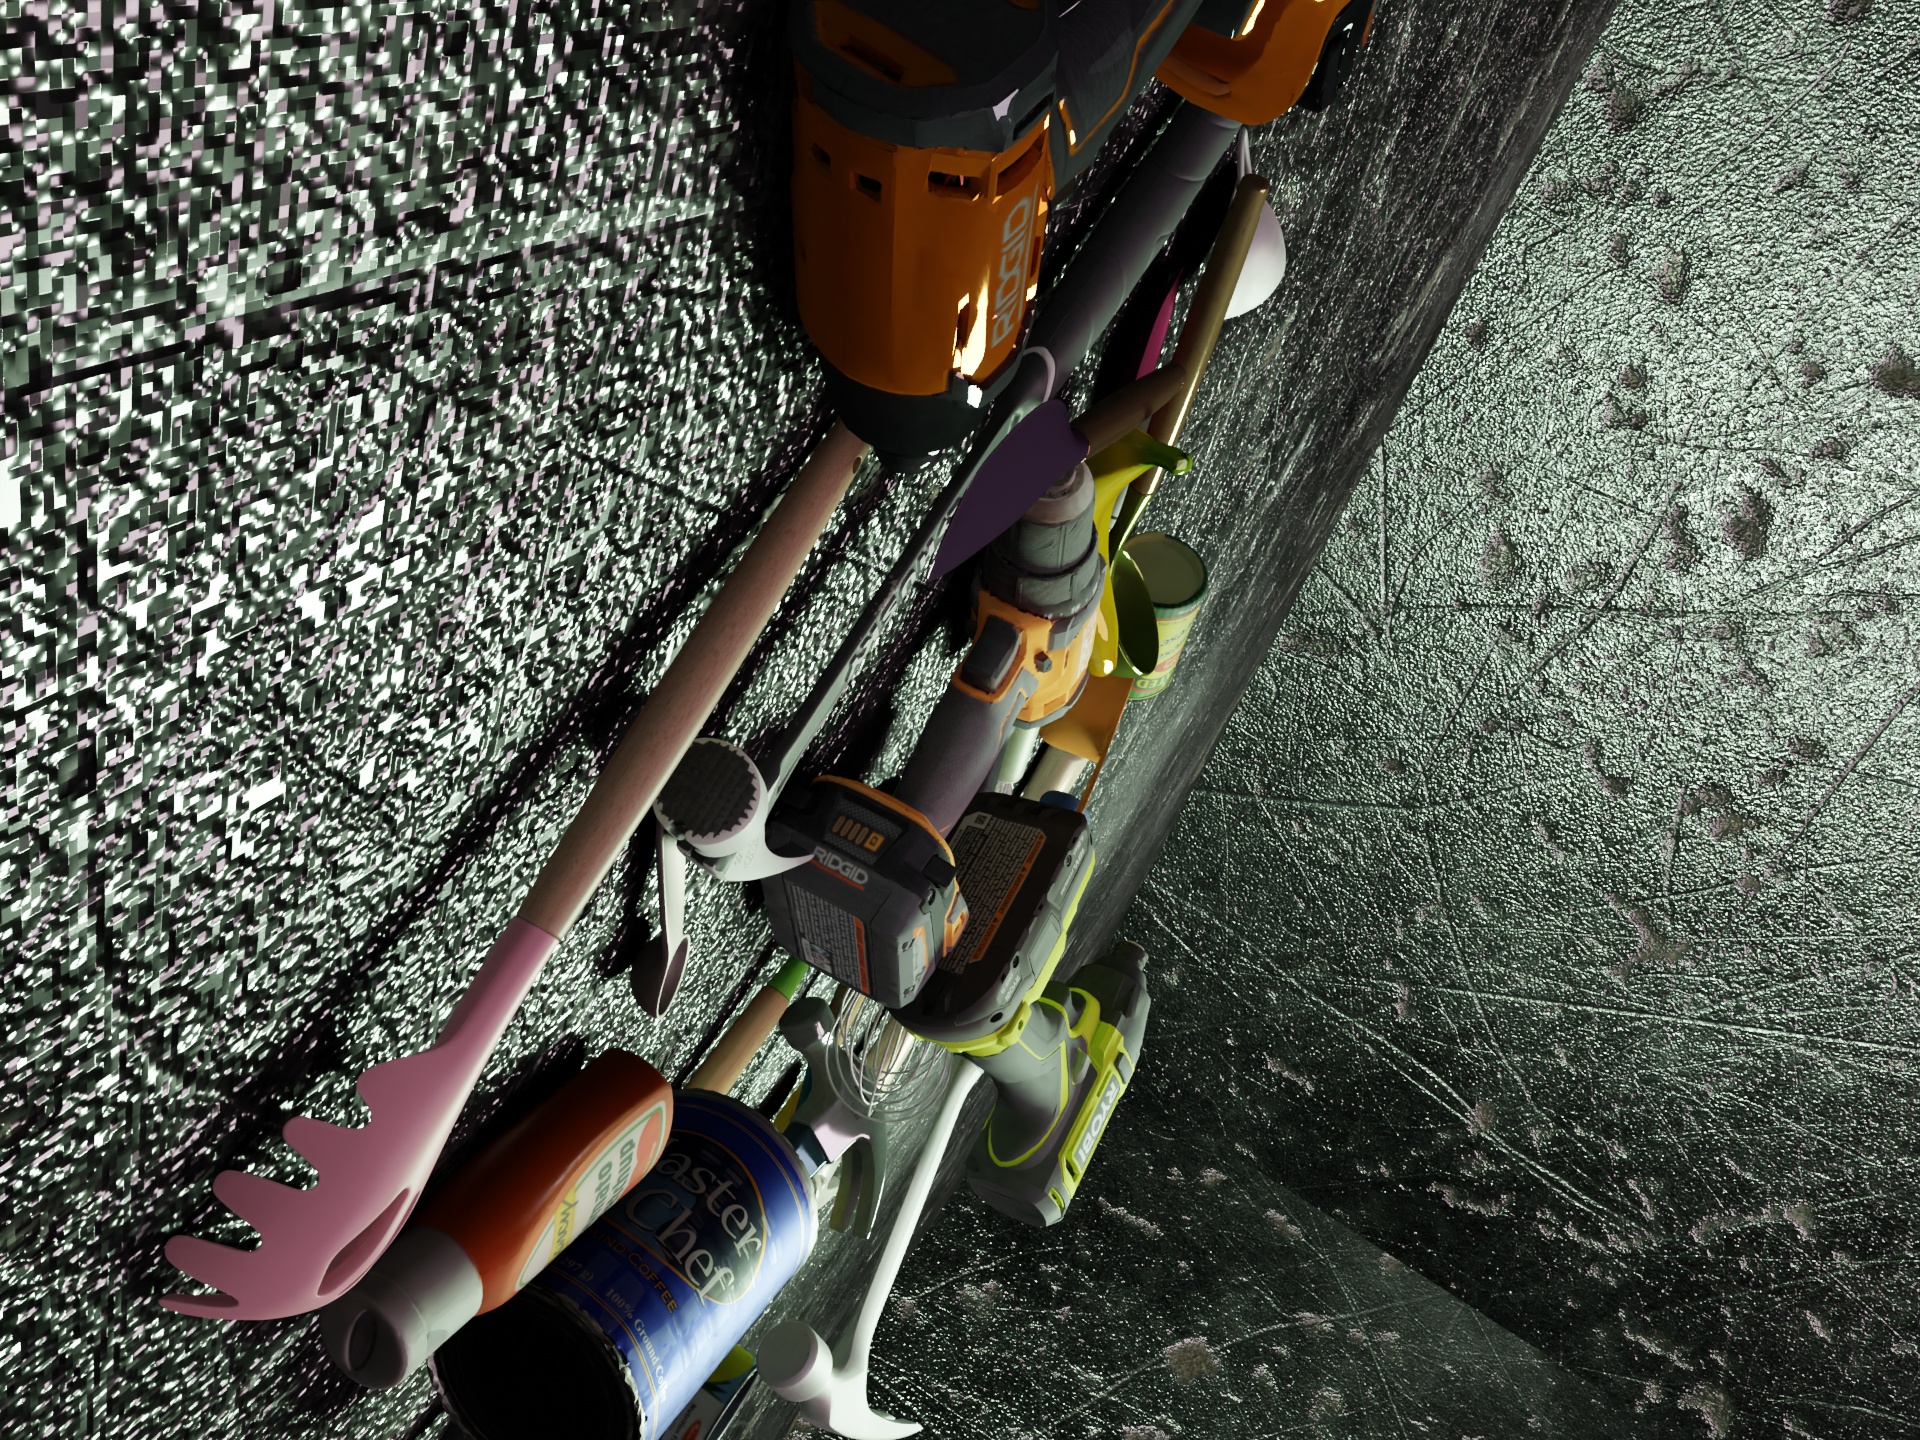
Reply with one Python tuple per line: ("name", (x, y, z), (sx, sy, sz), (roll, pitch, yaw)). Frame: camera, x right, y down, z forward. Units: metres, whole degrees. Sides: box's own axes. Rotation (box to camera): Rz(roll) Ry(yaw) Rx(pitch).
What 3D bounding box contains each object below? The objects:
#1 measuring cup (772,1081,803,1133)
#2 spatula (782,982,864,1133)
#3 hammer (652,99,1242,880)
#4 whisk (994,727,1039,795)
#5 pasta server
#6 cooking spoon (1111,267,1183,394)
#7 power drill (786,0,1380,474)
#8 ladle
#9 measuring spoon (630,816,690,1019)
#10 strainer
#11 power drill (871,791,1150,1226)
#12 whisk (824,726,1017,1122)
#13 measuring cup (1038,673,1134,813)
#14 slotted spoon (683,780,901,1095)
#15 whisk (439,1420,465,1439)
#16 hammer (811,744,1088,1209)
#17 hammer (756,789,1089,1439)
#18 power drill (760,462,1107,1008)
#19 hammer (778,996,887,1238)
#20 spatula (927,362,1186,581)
("measuring cup", (-0.095, 0.268, 0.974), (0.062, 0.029, 0.157), (-50, -169, 10))
("spatula", (-0.078, 0.163, 0.937), (0.317, 0.044, 0.082), (-64, 168, 1))
("hammer", (0.017, -0.112, 0.614), (0.409, 0.036, 0.149), (-57, 172, -13))
("whisk", (0.026, 0.037, 1.013), (0.059, 0.057, 0.246), (-98, -160, -48))
("pasta server", (-0.115, 0.033, 0.464), (0.316, 0.040, 0.060), (-60, 169, -17))
("cooking spoon", (0.060, -0.100, 0.863), (0.069, 0.017, 0.318), (-61, 173, -49))
("power drill", (0.037, -0.175, 0.447), (0.226, 0.084, 0.164), (-49, 165, -24))
("ladle", (0.114, -0.139, 0.827), (0.320, 0.062, 0.078), (106, -5, -50))
("measuring spoon", (-0.112, 0.064, 0.582), (0.034, 0.018, 0.124), (-70, 172, -46))
("strainer", (0.120, -0.189, 0.847), (0.087, 0.050, 0.258), (-68, -179, -45))
("power drill", (0.040, 0.146, 0.849), (0.171, 0.080, 0.223), (-59, 145, -29))
("whisk", (-0.005, 0.082, 0.872), (0.070, 0.070, 0.284), (32, 76, -78))
("measuring cup", (0.070, 0.006, 1.004), (0.174, 0.052, 0.095), (-66, 175, -45))
("slotted spoon", (-0.107, 0.158, 0.796), (0.314, 0.031, 0.070), (-53, 170, -21))
("whisk", (-0.234, 0.337, 0.676), (0.239, 0.055, 0.055), (-53, 168, -50))
("hammer", (-0.015, 0.191, 1.226), (0.411, 0.038, 0.146), (-58, 170, -6))
("hammer", (0.000, 0.217, 0.939), (0.406, 0.035, 0.143), (-65, 146, -33))
("power drill", (-0.001, -0.002, 0.716), (0.226, 0.084, 0.185), (-58, 166, -25))
("hammer", (-0.152, 0.295, 0.817), (0.331, 0.033, 0.128), (-42, 116, -37))
("spatula", (0.052, -0.115, 0.629), (0.059, 0.018, 0.316), (-63, 171, 26))
